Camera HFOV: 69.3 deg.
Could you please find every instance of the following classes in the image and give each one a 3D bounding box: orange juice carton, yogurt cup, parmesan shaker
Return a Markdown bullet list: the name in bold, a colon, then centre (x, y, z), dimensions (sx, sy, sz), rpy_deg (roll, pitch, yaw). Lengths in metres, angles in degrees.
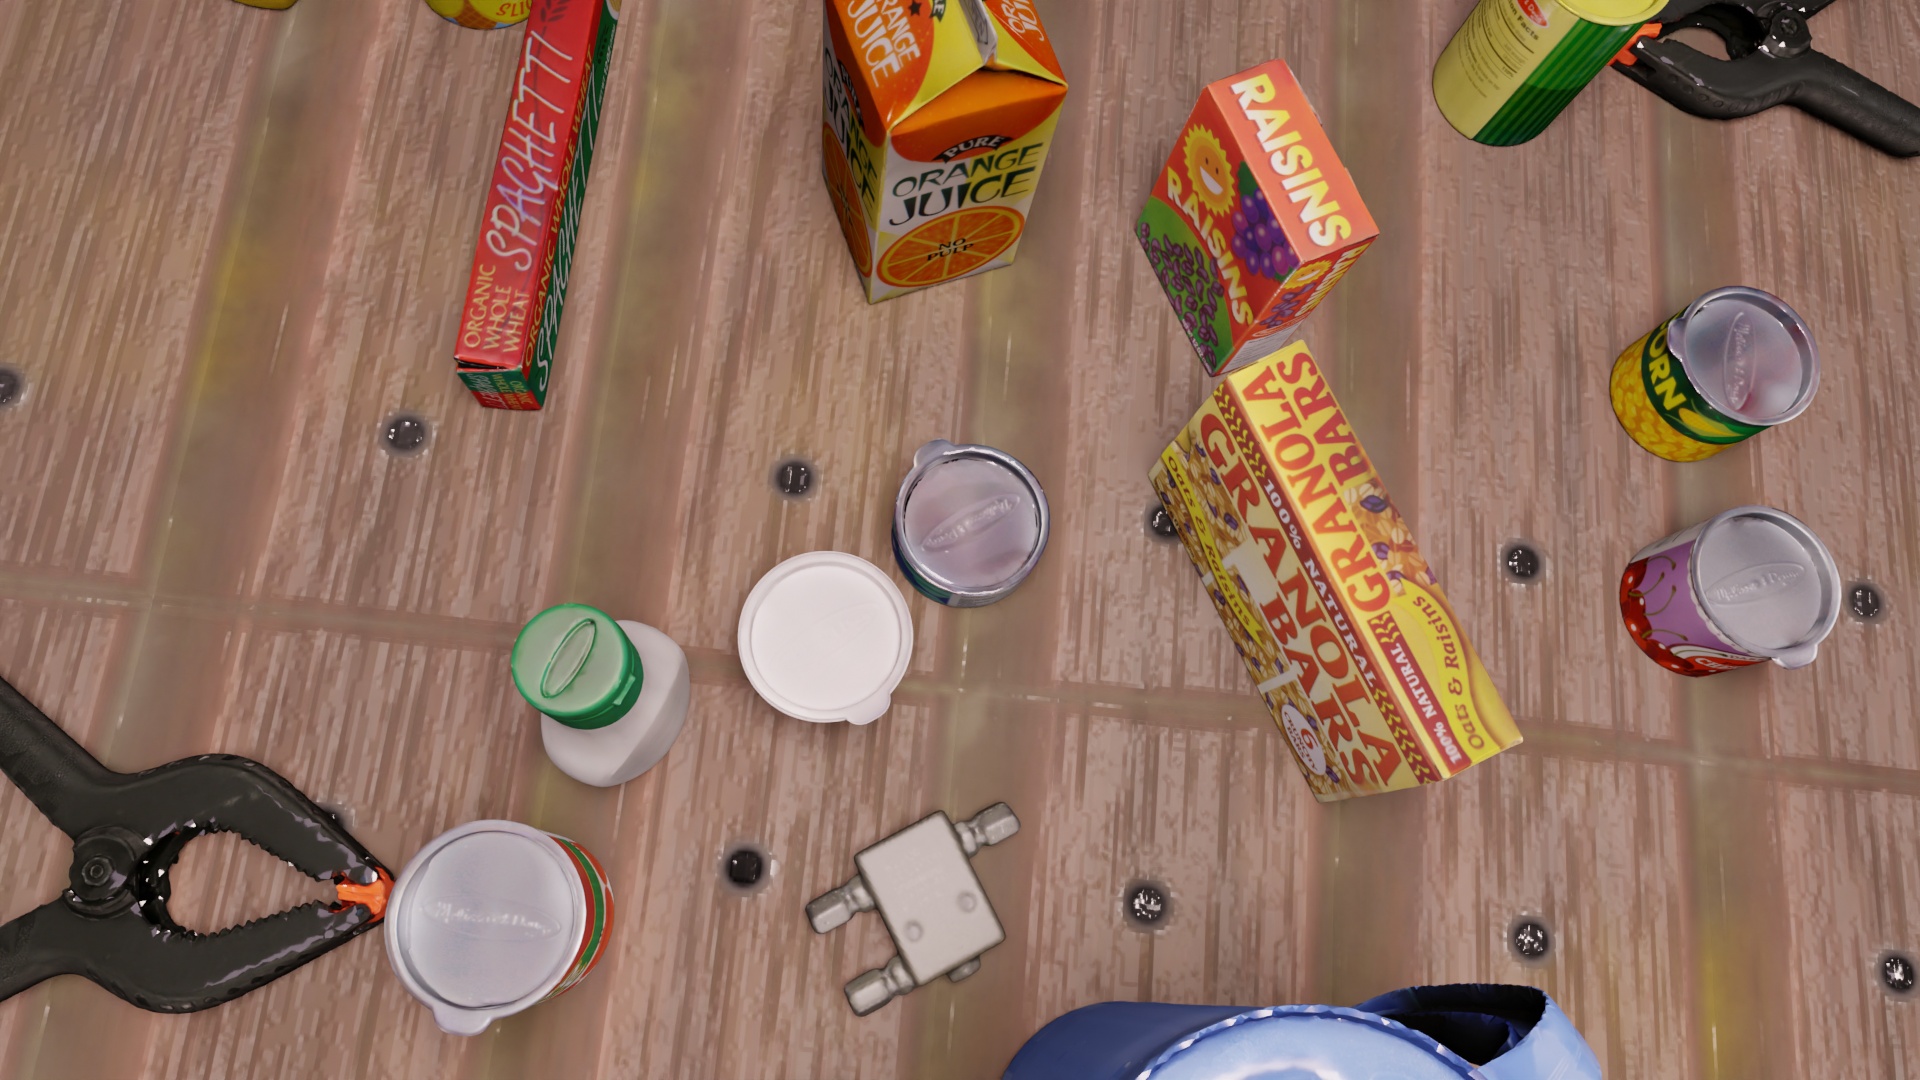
- **orange juice carton**: centre (-0.011, -0.173, 0.556), dimensions (0.073, 0.192, 0.072), rpy_deg (-18, 78, -10)
- **yogurt cup**: centre (-0.055, 0.043, 0.565), dimensions (0.072, 0.053, 0.072), rpy_deg (2, 75, -6)
- **parmesan shaker**: centre (0.274, -0.243, 0.653), dimensions (0.071, 0.103, 0.071), rpy_deg (2, 75, -6)

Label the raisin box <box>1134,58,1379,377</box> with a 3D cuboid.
- **raisin box**: centre (0.123, -0.133, 0.596), dimensions (0.040, 0.123, 0.086), rpy_deg (-22, 79, -11)

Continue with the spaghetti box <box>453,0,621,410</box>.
- **spaghetti box**: centre (-0.181, -0.180, 0.613), dimensions (0.029, 0.050, 0.250), rpy_deg (7, 74, -4)

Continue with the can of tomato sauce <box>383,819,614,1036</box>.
- **can of tomato sauce**: centre (-0.165, 0.141, 0.511), dimensions (0.071, 0.083, 0.071), rpy_deg (2, 75, -6)

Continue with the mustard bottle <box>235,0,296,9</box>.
- **mustard bottle**: centre (-0.318, -0.286, 0.569), dimensions (0.065, 0.159, 0.049), rpy_deg (20, 74, -1)

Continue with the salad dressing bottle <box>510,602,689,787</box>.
- **salad dressing bottle**: centre (-0.129, 0.055, 0.505), dimensions (0.044, 0.147, 0.064), rpy_deg (28, 74, 2)

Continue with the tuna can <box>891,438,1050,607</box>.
- **tuna can**: centre (0.002, -0.007, 0.596), dimensions (0.071, 0.032, 0.071), rpy_deg (2, 75, -6)

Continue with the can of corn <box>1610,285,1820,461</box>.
- **can of corn**: centre (0.342, -0.076, 0.639), dimensions (0.071, 0.058, 0.071), rpy_deg (2, 75, -6)

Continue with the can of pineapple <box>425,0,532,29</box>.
- **can of pineapple**: centre (-0.220, -0.275, 0.631), dimensions (0.071, 0.057, 0.071), rpy_deg (2, 75, -6)

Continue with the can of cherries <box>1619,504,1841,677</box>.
- **can of cherries**: centre (0.336, 0.026, 0.610), dimensions (0.071, 0.058, 0.071), rpy_deg (2, 75, -6)

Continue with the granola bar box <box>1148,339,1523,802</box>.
- **granola bar box**: centre (0.140, 0.020, 0.556), dimensions (0.039, 0.124, 0.166), rpy_deg (-24, 79, -11)
